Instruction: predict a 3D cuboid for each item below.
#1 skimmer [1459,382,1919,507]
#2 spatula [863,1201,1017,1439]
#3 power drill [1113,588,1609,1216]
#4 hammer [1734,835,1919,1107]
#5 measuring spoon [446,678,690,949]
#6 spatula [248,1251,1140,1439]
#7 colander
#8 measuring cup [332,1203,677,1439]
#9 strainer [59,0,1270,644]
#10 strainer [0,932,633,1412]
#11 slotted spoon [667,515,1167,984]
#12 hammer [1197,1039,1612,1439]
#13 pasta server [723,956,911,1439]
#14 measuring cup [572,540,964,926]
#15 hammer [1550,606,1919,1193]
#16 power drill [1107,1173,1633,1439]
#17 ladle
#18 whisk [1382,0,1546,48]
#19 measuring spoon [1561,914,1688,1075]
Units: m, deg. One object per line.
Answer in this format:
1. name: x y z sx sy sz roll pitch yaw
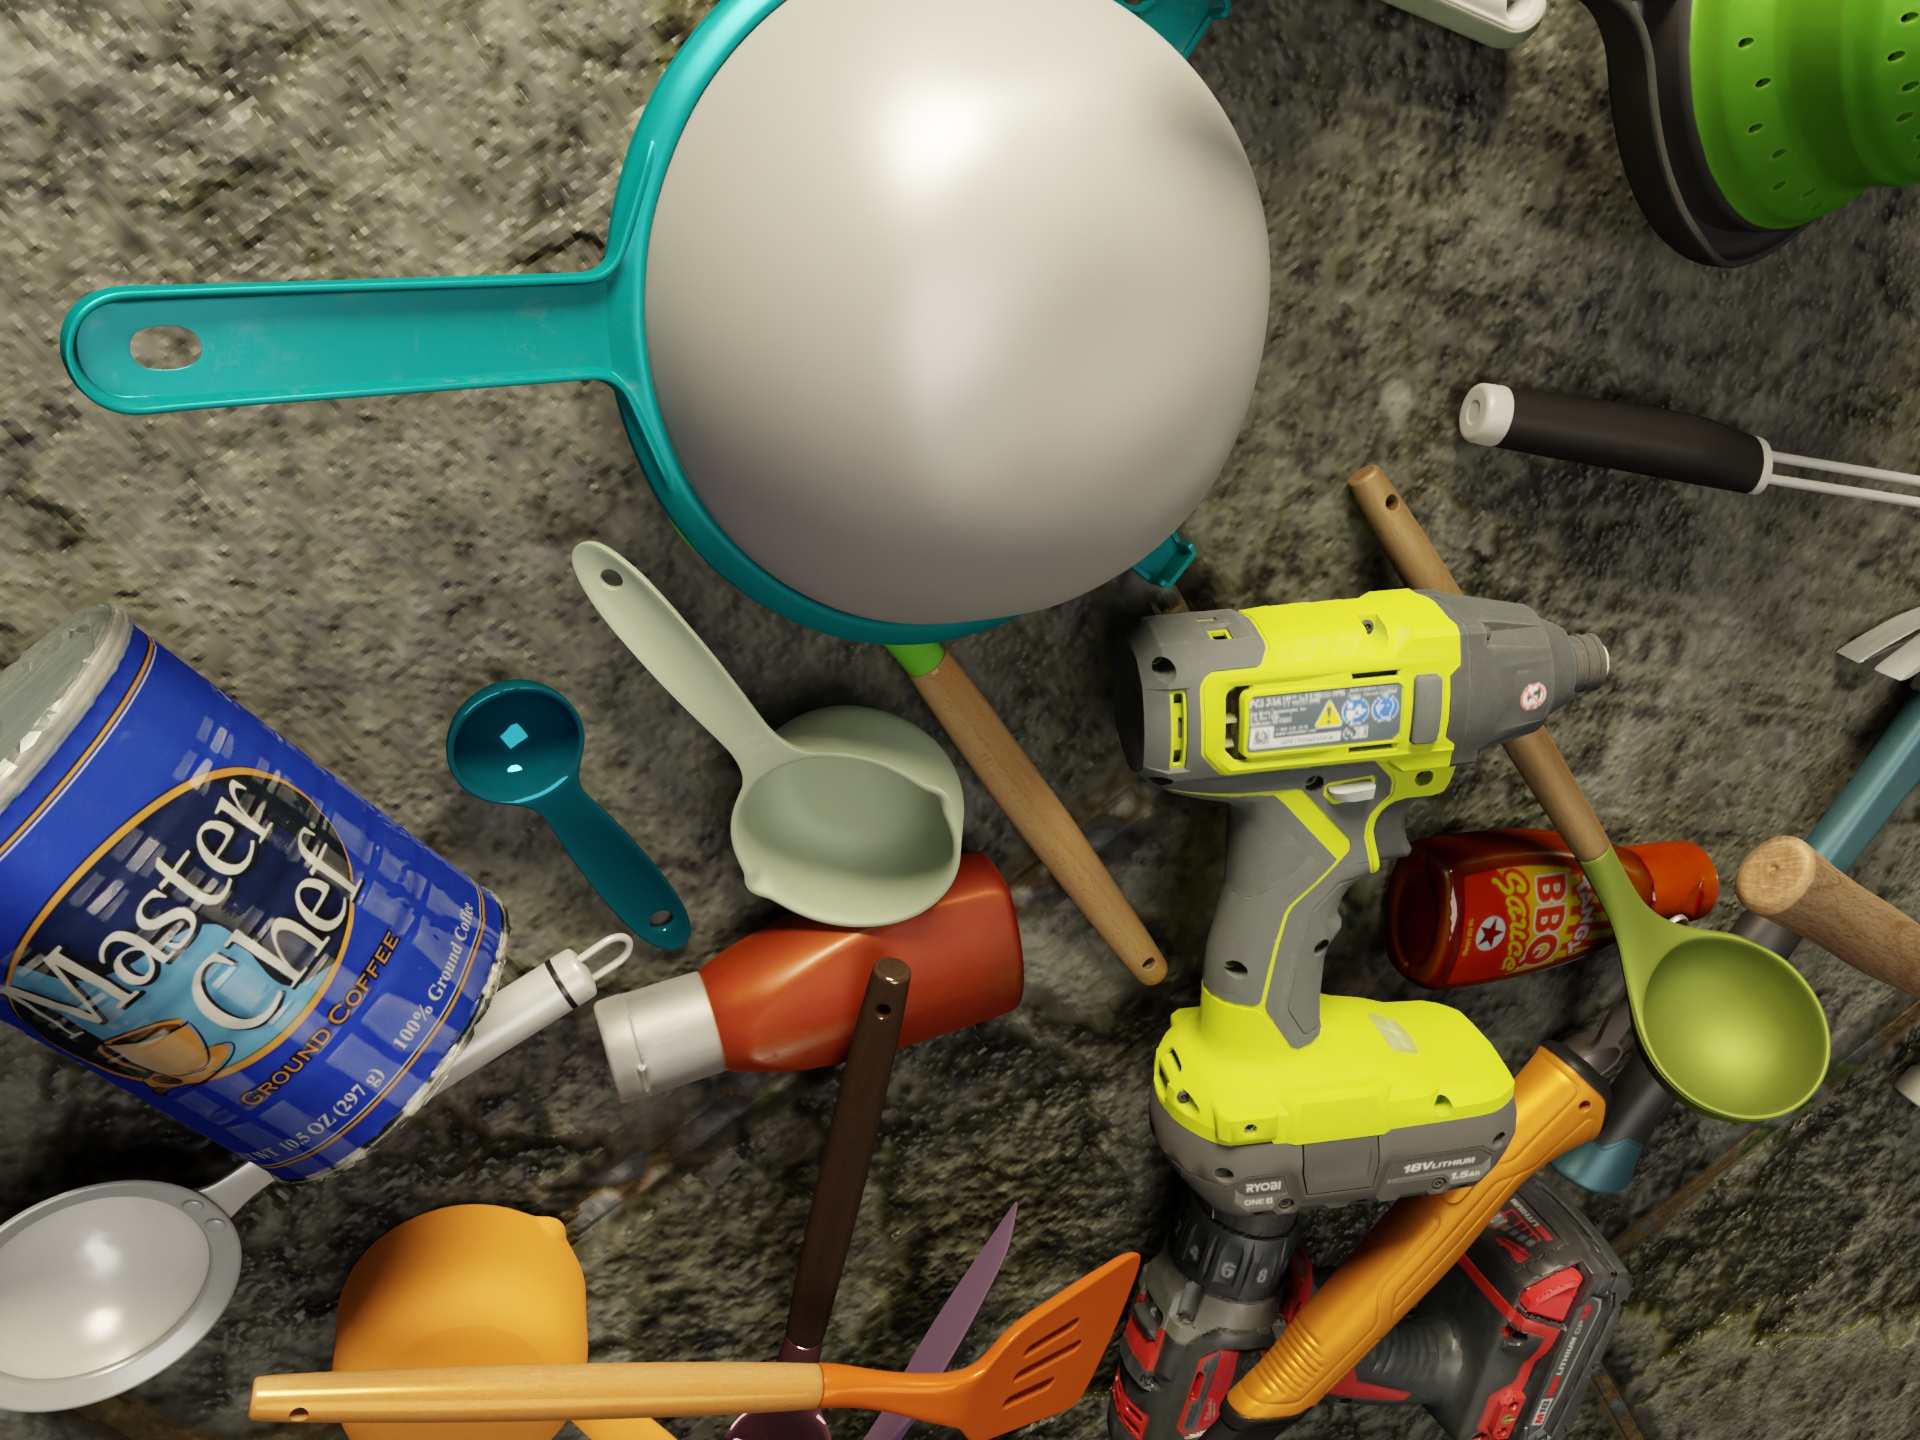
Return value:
1. skimmer: 0.355 -0.077 0.647 0.363 0.127 0.090 7 153 -13
2. spatula: -0.050 0.337 0.681 0.018 0.060 0.316 28 107 1
3. power drill: 0.146 0.064 0.586 0.171 0.080 0.223 -5 113 -6
4. hammer: 0.449 0.110 0.753 0.331 0.031 0.130 24 105 -40
5. measuring spoon: -0.125 0.033 0.526 0.042 0.021 0.128 -33 131 -6
6. spatula: -0.076 0.229 0.563 0.322 0.041 0.081 9 111 -24
7. colander: 0.236 -0.221 0.447 0.397 0.095 0.204 -16 120 -34
8. measuring cup: -0.149 0.252 0.576 0.095 0.052 0.173 -42 111 -1
9. strainer: -0.038 -0.101 0.413 0.340 0.095 0.211 -12 114 -31
10. strainer: -0.220 0.142 0.520 0.258 0.050 0.086 -32 130 -13
11. slotted spoon: -0.001 -0.002 0.553 0.070 0.031 0.313 -38 124 -2
12. hammer: 0.136 0.258 0.650 0.337 0.034 0.127 -47 113 0
13. pasta server: -0.055 0.219 0.599 0.060 0.040 0.316 12 119 -3
14. measuring cup: -0.062 -0.002 0.513 0.083 0.038 0.167 -27 117 25
15. hammer: 0.392 0.089 0.752 0.128 0.033 0.331 27 101 -31
16. power drill: 0.185 0.252 0.720 0.226 0.080 0.187 5 111 -21
17. ladle: 0.243 0.032 0.617 0.078 0.062 0.320 -43 109 -19
18. whisk: 0.083 -0.243 0.464 0.246 0.059 0.058 6 100 -30
19. measuring spoon: 0.297 0.125 0.721 0.034 0.018 0.124 -10 135 -19
